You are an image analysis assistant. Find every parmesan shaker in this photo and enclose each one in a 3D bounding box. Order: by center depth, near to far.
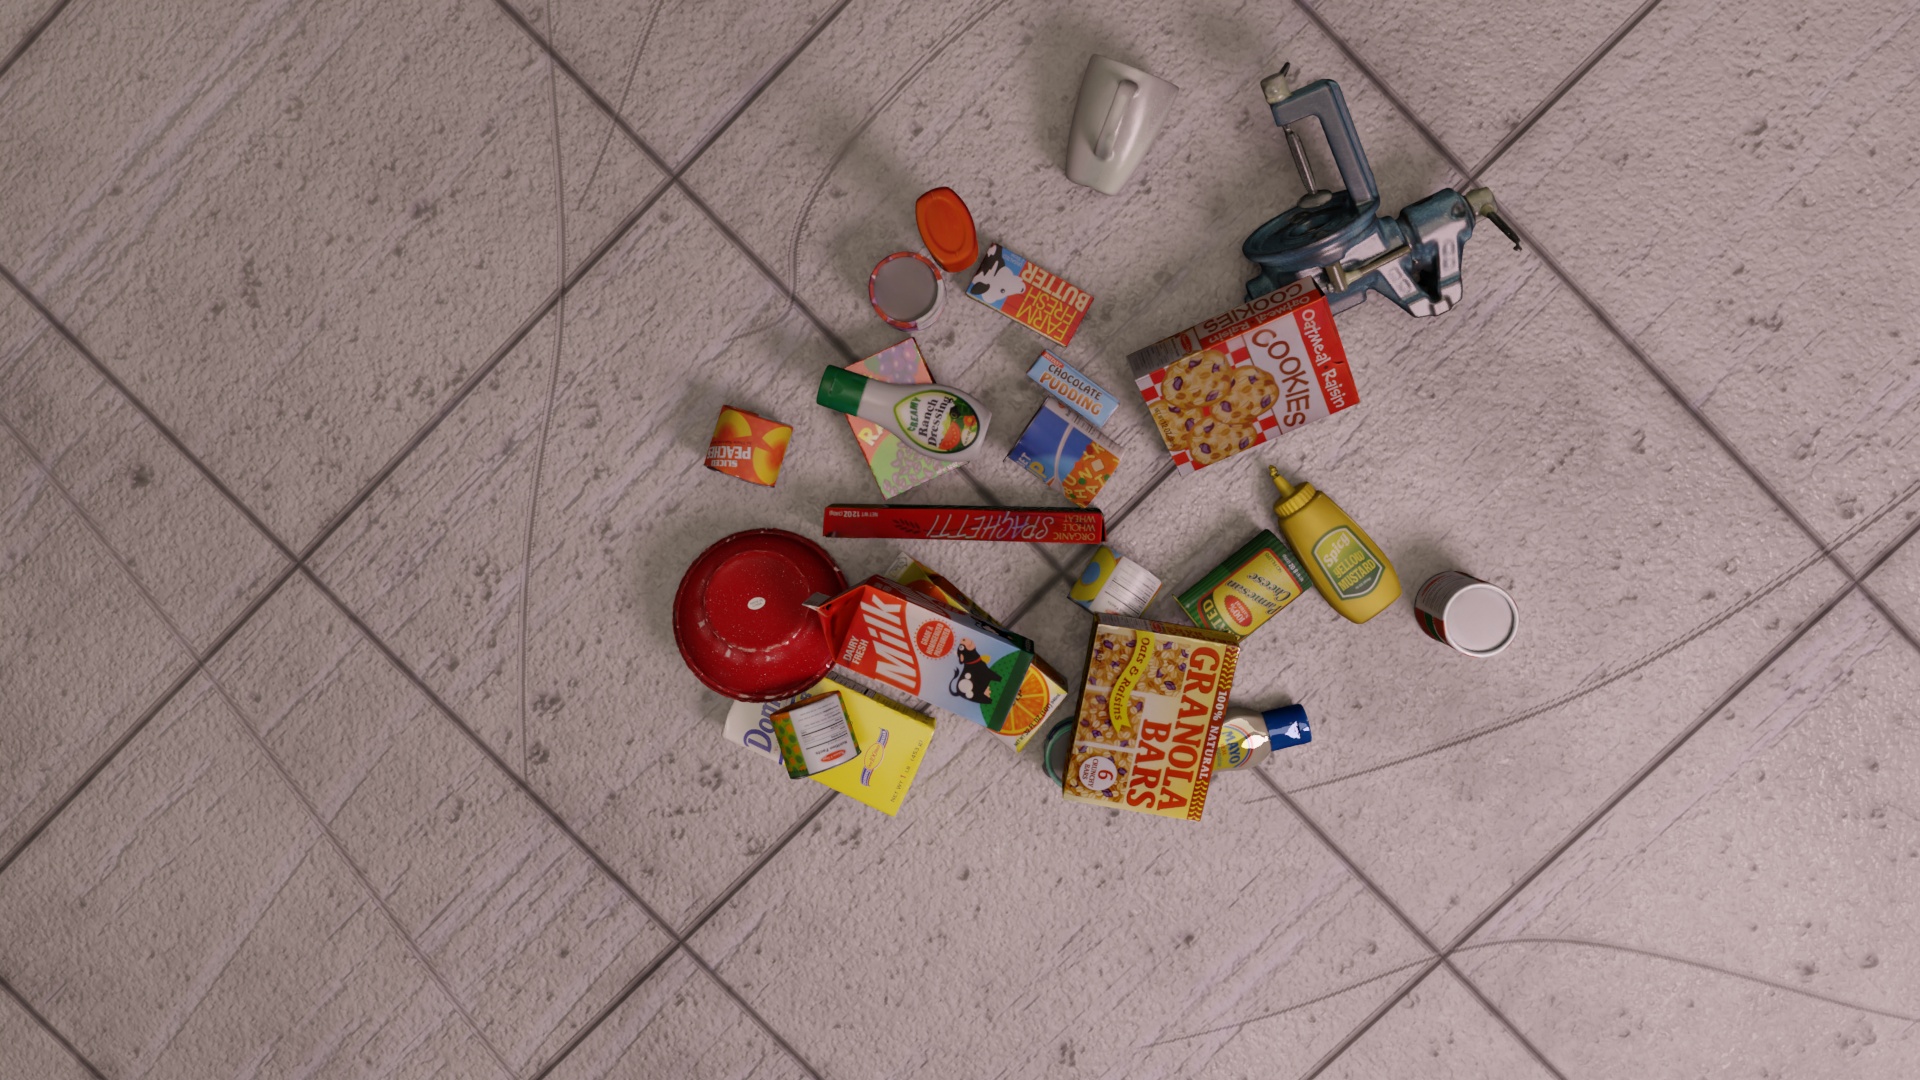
[{"bbox_3d":[0.249,0.044,1.227,0.103,0.071,0.071,-39,92,4],"label":"parmesan shaker"}]

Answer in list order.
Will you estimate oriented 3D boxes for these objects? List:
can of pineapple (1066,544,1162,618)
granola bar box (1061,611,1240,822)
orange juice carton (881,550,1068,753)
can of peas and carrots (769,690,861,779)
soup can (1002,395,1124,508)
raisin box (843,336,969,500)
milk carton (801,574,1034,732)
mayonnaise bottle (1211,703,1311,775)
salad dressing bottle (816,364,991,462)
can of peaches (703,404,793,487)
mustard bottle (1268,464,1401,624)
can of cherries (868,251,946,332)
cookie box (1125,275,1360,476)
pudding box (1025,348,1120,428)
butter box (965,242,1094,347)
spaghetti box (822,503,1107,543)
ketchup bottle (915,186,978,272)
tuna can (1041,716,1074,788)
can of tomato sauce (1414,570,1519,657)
[{"bbox_3d":[0.136,0.044,1.230,0.071,0.071,0.058,33,89,-1],"label":"can of pineapple"},{"bbox_3d":[0.162,0.152,1.198,0.124,0.039,0.165,9,106,-1],"label":"granola bar box"},{"bbox_3d":[0.001,0.096,1.236,0.193,0.073,0.071,39,96,-1],"label":"orange juice carton"},{"bbox_3d":[-0.127,0.168,1.206,0.071,0.071,0.058,-19,91,3],"label":"can of peas and carrots"},{"bbox_3d":[0.091,-0.075,1.223,0.084,0.071,0.071,35,95,-1],"label":"soup can"},{"bbox_3d":[-0.054,-0.109,1.239,0.086,0.040,0.123,-25,94,4],"label":"raisin box"},{"bbox_3d":[-0.039,0.085,1.163,0.191,0.072,0.073,23,96,2],"label":"milk carton"},{"bbox_3d":[0.239,0.181,1.250,0.148,0.041,0.064,-14,98,4],"label":"mayonnaise bottle"},{"bbox_3d":[-0.049,-0.112,1.196,0.148,0.044,0.064,18,94,0],"label":"salad dressing bottle"},{"bbox_3d":[-0.189,-0.084,1.230,0.071,0.071,0.058,19,94,0],"label":"can of peaches"},{"bbox_3d":[0.321,-0.002,1.230,0.065,0.049,0.160,-39,92,3],"label":"mustard bottle"},{"bbox_3d":[-0.049,-0.219,1.220,0.071,0.058,0.071,0,95,2],"label":"can of cherries"},{"bbox_3d":[0.242,-0.137,1.182,0.167,0.040,0.122,-23,131,12],"label":"cookie box"},{"bbox_3d":[0.099,-0.135,1.226,0.084,0.050,0.030,36,97,-1],"label":"pudding box"},{"bbox_3d":[0.062,-0.217,1.234,0.103,0.024,0.053,28,96,0],"label":"butter box"},{"bbox_3d":[0.004,-0.016,1.239,0.250,0.050,0.028,1,96,2],"label":"spaghetti box"},{"bbox_3d":[-0.008,-0.255,1.171,0.043,0.149,0.064,-22,93,4],"label":"ketchup bottle"},{"bbox_3d":[0.107,0.196,1.260,0.071,0.033,0.071,0,94,2],"label":"tuna can"},{"bbox_3d":[0.443,0.065,1.214,0.071,0.083,0.071,0,95,2],"label":"can of tomato sauce"}]
